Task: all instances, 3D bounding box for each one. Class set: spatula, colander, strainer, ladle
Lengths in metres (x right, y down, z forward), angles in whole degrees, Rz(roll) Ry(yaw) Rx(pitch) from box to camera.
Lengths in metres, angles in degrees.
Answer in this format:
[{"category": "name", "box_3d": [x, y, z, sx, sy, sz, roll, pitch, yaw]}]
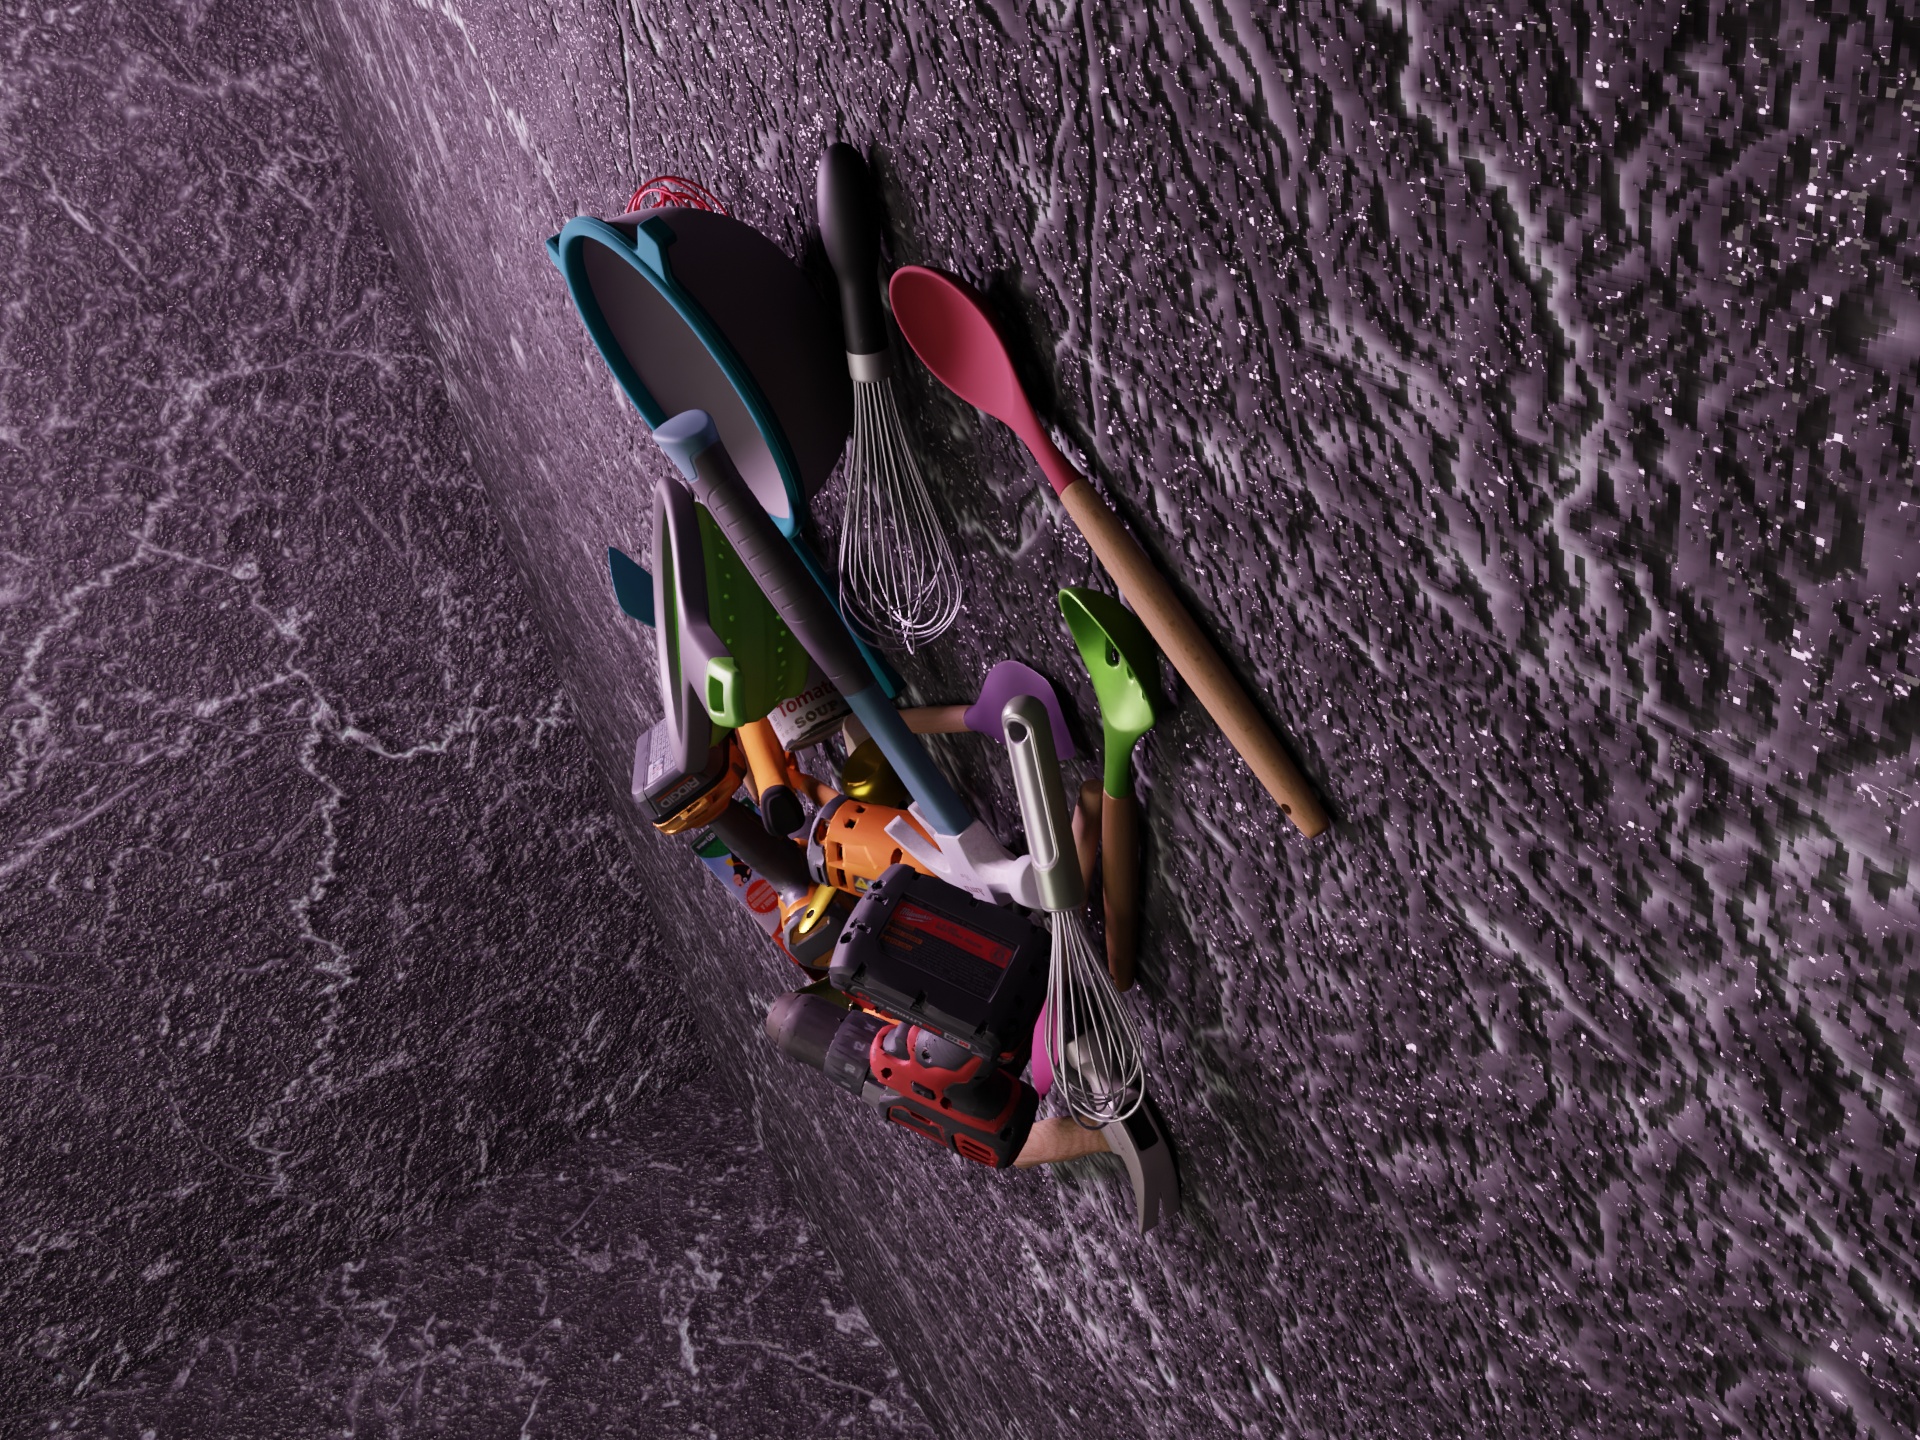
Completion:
[{"category": "spatula", "box_3d": [-0.100, 0.052, 1.225, 0.323, 0.041, 0.081, 26, 136, 62]}, {"category": "colander", "box_3d": [-0.137, -0.052, 1.030, 0.397, 0.094, 0.204, -143, 50, -71]}, {"category": "strainer", "box_3d": [-0.097, -0.167, 0.941, 0.211, 0.095, 0.340, 23, 150, 58]}, {"category": "ladle", "box_3d": [0.062, -0.080, 0.686, 0.316, 0.031, 0.069, 57, 163, 18]}, {"category": "spatula", "box_3d": [-0.227, -0.022, 1.386, 0.317, 0.044, 0.082, 73, 177, -47]}, {"category": "spatula", "box_3d": [-0.002, -0.003, 0.982, 0.060, 0.018, 0.316, 69, 161, -6]}]

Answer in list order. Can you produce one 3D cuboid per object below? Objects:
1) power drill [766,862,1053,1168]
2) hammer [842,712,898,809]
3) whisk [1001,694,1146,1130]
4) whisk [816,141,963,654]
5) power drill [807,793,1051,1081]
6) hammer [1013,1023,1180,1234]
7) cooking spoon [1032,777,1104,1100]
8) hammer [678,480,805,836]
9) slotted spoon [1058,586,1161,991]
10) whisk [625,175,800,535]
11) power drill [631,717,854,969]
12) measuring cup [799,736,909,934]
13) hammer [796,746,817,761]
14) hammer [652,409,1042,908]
[{"category": "power drill", "box_3d": [-0.035, 0.182, 0.976, 0.188, 0.080, 0.226, 23, 146, 12]}, {"category": "hammer", "box_3d": [-0.059, 0.143, 1.312, 0.146, 0.038, 0.410, 51, 157, 41]}, {"category": "whisk", "box_3d": [0.056, 0.105, 0.849, 0.058, 0.059, 0.246, -2, 106, 40]}, {"category": "whisk", "box_3d": [-0.043, -0.160, 0.841, 0.070, 0.070, 0.284, 43, 147, 50]}, {"category": "power drill", "box_3d": [-0.005, 0.155, 1.056, 0.164, 0.084, 0.226, 13, 135, 24]}, {"category": "hammer", "box_3d": [0.080, 0.299, 1.134, 0.130, 0.031, 0.331, 62, 162, 11]}, {"category": "cooking spoon", "box_3d": [0.061, 0.137, 0.954, 0.318, 0.017, 0.069, 95, 180, -49]}, {"category": "hammer", "box_3d": [-0.183, -0.041, 1.293, 0.127, 0.034, 0.337, 78, 171, -54]}, {"category": "slotted spoon", "box_3d": [0.080, 0.048, 0.808, 0.070, 0.031, 0.313, 51, 159, 38]}, {"category": "whisk", "box_3d": [-0.154, -0.224, 1.058, 0.073, 0.073, 0.295, 48, 161, 42]}, {"category": "power drill", "box_3d": [-0.171, 0.084, 1.334, 0.226, 0.084, 0.185, 50, -169, -26]}, {"category": "measuring cup", "box_3d": [-0.079, 0.075, 1.099, 0.062, 0.157, 0.029, -2, 141, 47]}, {"category": "hammer", "box_3d": [-0.184, 0.077, 1.578, 0.144, 0.035, 0.405, 56, 160, 27]}, {"category": "hammer", "box_3d": [-0.064, -0.030, 0.894, 0.331, 0.033, 0.128, 56, 157, -15]}]
